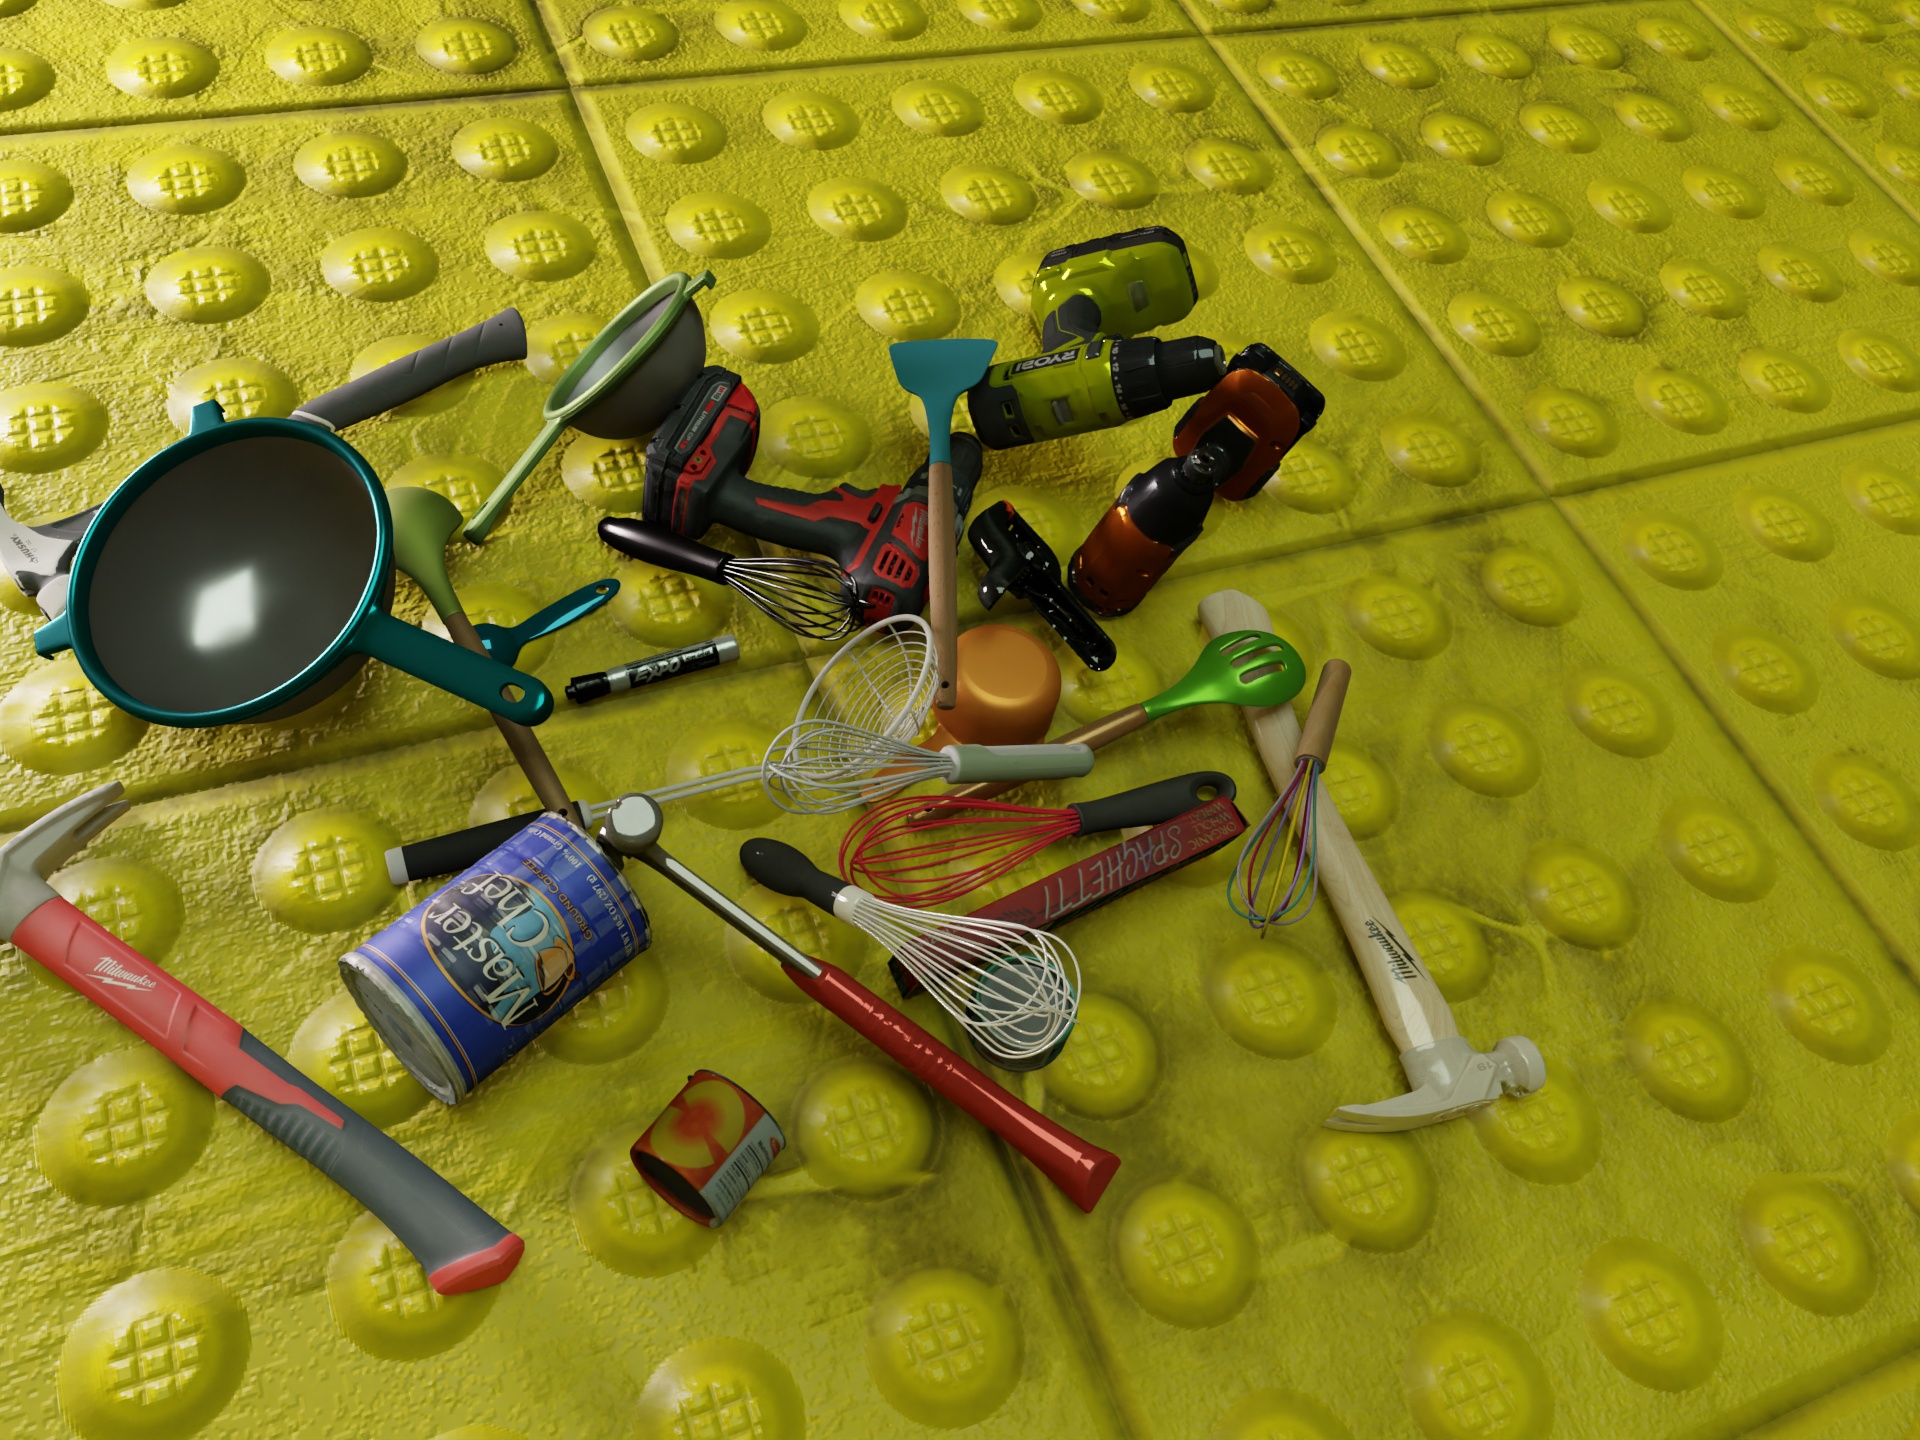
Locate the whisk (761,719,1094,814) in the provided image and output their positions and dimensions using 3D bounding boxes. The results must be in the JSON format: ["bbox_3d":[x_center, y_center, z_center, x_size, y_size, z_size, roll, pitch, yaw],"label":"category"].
[{"bbox_3d":[-0.014,0.027,0.995,0.246,0.059,0.058,-1,16,-35],"label":"whisk"}]

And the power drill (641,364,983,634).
[{"bbox_3d":[-0.101,-0.176,1.175,0.226,0.080,0.188,24,54,2],"label":"power drill"}]

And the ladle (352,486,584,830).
[{"bbox_3d":[-0.313,-0.040,1.029,0.078,0.062,0.320,-28,61,-15],"label":"ladle"}]

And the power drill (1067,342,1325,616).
[{"bbox_3d":[0.181,-0.187,1.184,0.084,0.164,0.226,42,55,2],"label":"power drill"}]

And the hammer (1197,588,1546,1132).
[{"bbox_3d":[0.241,0.079,1.089,0.146,0.038,0.411,-9,58,-16],"label":"hammer"}]

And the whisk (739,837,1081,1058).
[{"bbox_3d":[-0.041,0.121,0.927,0.285,0.070,0.070,20,47,42],"label":"whisk"}]

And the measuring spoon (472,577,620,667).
[{"bbox_3d":[-0.289,-0.072,1.093,0.128,0.021,0.042,-33,68,-28],"label":"measuring spoon"}]

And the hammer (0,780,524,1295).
[{"bbox_3d":[-0.393,0.180,0.887,0.386,0.038,0.143,31,54,11],"label":"hammer"}]

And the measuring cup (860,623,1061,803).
[{"bbox_3d":[-0.002,-0.003,1.085,0.095,0.052,0.173,42,56,17],"label":"measuring cup"}]

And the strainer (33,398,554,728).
[{"bbox_3d":[-0.387,-0.056,0.997,0.340,0.095,0.211,22,74,15],"label":"strainer"}]

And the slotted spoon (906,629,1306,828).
[{"bbox_3d":[0.105,0.007,1.094,0.314,0.031,0.070,-24,58,-15],"label":"slotted spoon"}]

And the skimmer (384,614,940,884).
[{"bbox_3d":[-0.185,0.018,1.011,0.363,0.090,0.127,-15,27,-18],"label":"skimmer"}]

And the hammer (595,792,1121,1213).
[{"bbox_3d":[-0.063,0.169,0.934,0.359,0.149,0.037,36,70,0],"label":"hammer"}]

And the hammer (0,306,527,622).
[{"bbox_3d":[-0.486,-0.207,1.142,0.149,0.036,0.409,42,58,19],"label":"hammer"}]

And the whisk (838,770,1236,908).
[{"bbox_3d":[0.058,0.069,1.047,0.295,0.073,0.073,-9,58,-24],"label":"whisk"}]

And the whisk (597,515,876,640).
[{"bbox_3d":[-0.160,-0.105,1.098,0.239,0.055,0.055,20,51,28],"label":"whisk"}]

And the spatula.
[{"bbox_3d":[-0.011,-0.151,1.123,0.082,0.044,0.318,-2,67,2],"label":"spatula"}]

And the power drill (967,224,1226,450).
[{"bbox_3d":[0.119,-0.300,1.243,0.190,0.080,0.229,-8,37,22],"label":"power drill"}]

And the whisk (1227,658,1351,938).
[{"bbox_3d":[0.227,0.047,1.065,0.051,0.047,0.245,-5,41,32],"label":"whisk"}]

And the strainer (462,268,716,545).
[{"bbox_3d":[-0.263,-0.216,1.169,0.069,0.151,0.256,42,72,-28],"label":"strainer"}]
